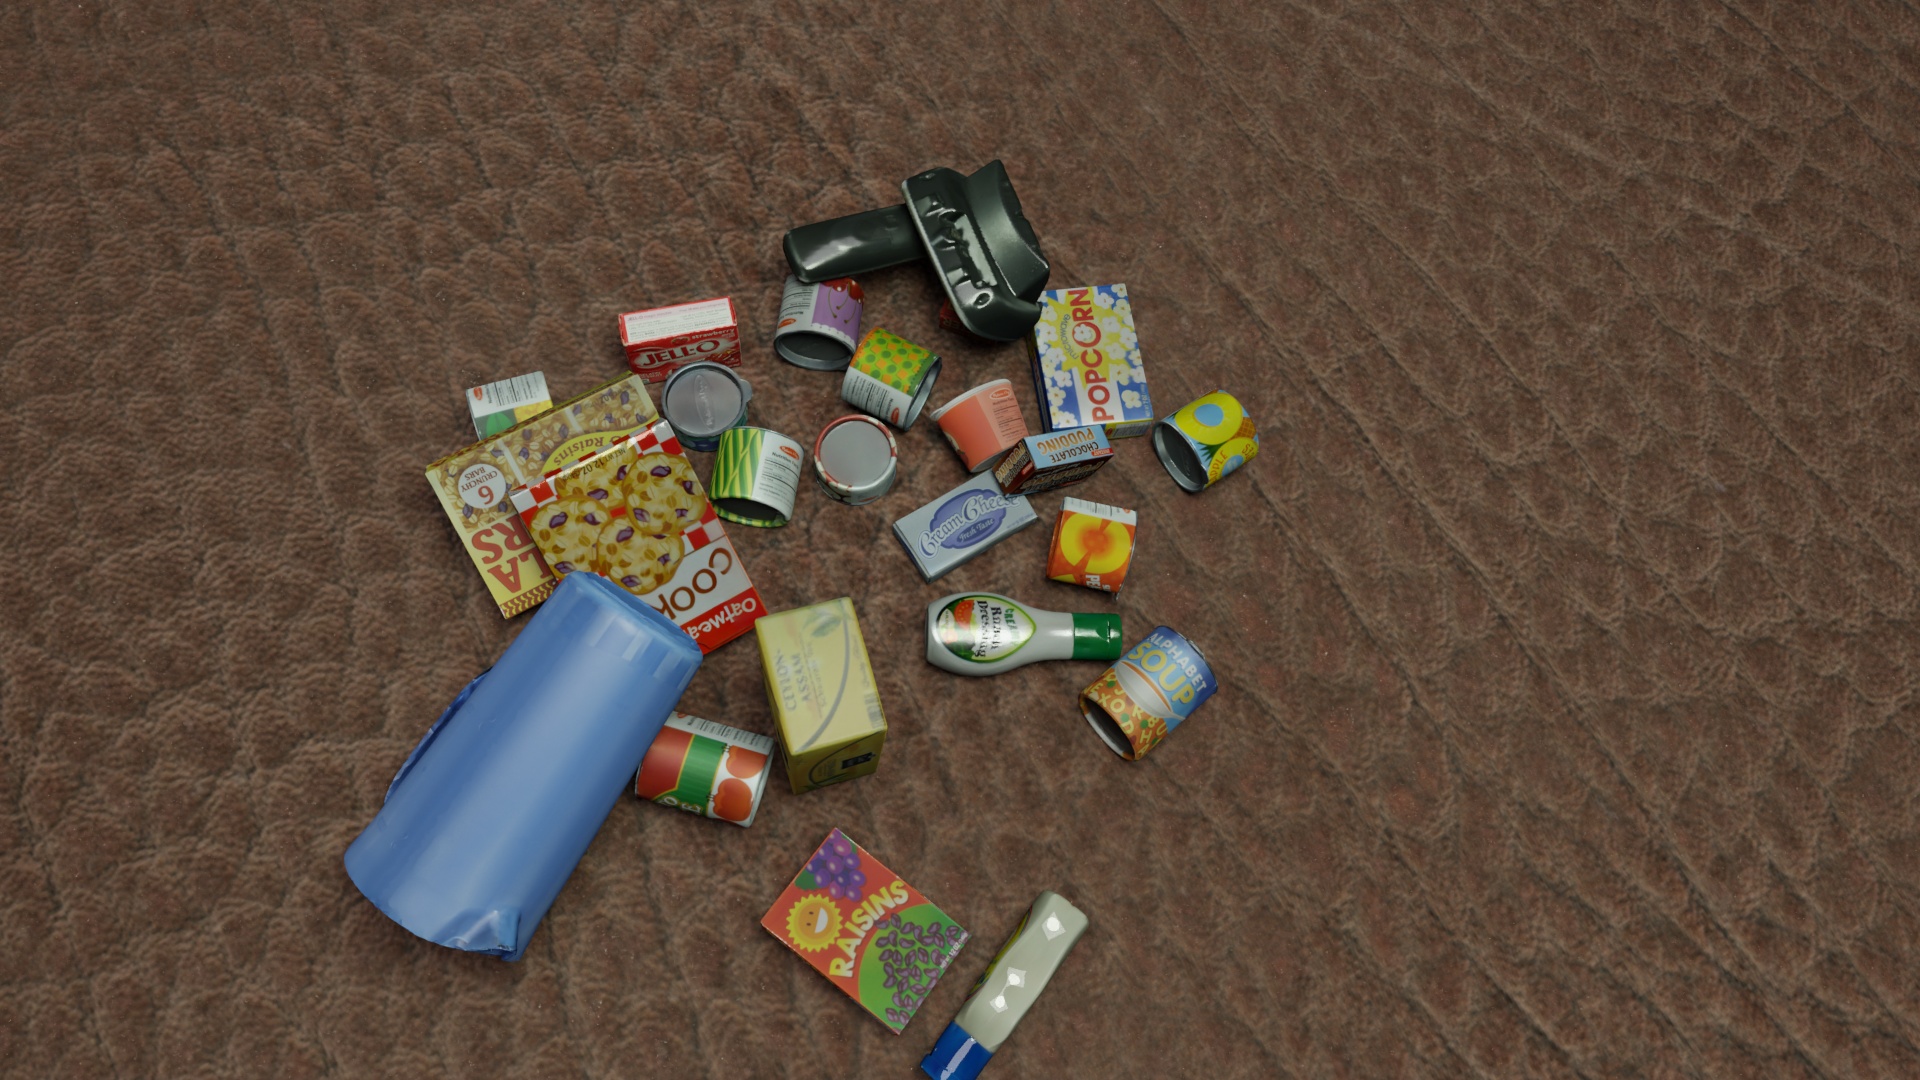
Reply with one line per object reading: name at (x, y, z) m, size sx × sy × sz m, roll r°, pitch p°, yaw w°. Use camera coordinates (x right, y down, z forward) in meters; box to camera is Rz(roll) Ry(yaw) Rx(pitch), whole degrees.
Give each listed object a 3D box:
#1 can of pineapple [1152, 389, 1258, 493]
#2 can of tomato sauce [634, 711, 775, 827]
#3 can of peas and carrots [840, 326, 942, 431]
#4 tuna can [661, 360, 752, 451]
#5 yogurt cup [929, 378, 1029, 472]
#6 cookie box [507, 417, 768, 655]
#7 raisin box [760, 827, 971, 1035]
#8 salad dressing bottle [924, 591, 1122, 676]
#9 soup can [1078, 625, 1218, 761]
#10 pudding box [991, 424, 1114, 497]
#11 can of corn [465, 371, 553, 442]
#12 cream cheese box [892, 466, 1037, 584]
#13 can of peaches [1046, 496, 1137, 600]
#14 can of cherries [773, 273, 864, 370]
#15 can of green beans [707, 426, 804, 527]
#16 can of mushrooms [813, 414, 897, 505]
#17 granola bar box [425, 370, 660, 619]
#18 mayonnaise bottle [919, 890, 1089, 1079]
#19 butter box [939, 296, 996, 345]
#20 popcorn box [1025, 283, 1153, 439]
can of pineapple at (0.197, -0.079, 1.112) m, size 0.058 × 0.070 × 0.071 m, roll -31°, pitch 77°, yaw -15°
can of tomato sauce at (-0.182, 0.164, 0.990) m, size 0.083 × 0.071 × 0.071 m, roll 16°, pitch 70°, yaw -1°
can of peas and carrots at (-0.054, -0.131, 1.107) m, size 0.059 × 0.070 × 0.071 m, roll 26°, pitch 71°, yaw 4°
tuna can at (-0.199, -0.107, 1.101) m, size 0.071 × 0.032 × 0.071 m, roll 2°, pitch 71°, yaw -5°
yogurt cup at (0.020, -0.089, 1.101) m, size 0.072 × 0.072 × 0.054 m, roll -25°, pitch 83°, yaw -13°
cookie box at (-0.233, 0.012, 1.014) m, size 0.123 × 0.040 × 0.167 m, roll -29°, pitch 104°, yaw -14°
raisin box at (-0.067, 0.273, 0.977) m, size 0.123 × 0.040 × 0.086 m, roll 37°, pitch 72°, yaw 6°
salad dressing bottle at (0.048, 0.072, 1.057) m, size 0.148 × 0.043 × 0.064 m, roll 1°, pitch 70°, yaw -5°
soup can at (0.140, 0.113, 1.036) m, size 0.084 × 0.071 × 0.071 m, roll -38°, pitch 78°, yaw -16°
pudding box at (0.072, -0.062, 1.089) m, size 0.084 × 0.049 × 0.030 m, roll -12°, pitch 71°, yaw -36°
can of corn at (-0.339, -0.090, 1.065) m, size 0.058 × 0.071 × 0.071 m, roll -17°, pitch 73°, yaw -14°
cream cheese box at (0.004, -0.014, 1.093) m, size 0.104 × 0.024 × 0.053 m, roll -30°, pitch 76°, yaw -15°
can of peaches at (0.101, 0.006, 1.074) m, size 0.058 × 0.071 × 0.071 m, roll 13°, pitch 70°, yaw -1°
can of cherries at (-0.112, -0.176, 1.119) m, size 0.071 × 0.071 × 0.058 m, roll 8°, pitch 70°, yaw -3°
can of green beans at (-0.157, -0.048, 1.067) m, size 0.071 × 0.071 × 0.058 m, roll 10°, pitch 71°, yaw -2°
can of mushrooms at (-0.085, -0.066, 1.098) m, size 0.071 × 0.033 × 0.071 m, roll 2°, pitch 71°, yaw -5°
granola bar box at (-0.291, -0.035, 1.034) m, size 0.166 × 0.039 × 0.124 m, roll -28°, pitch 109°, yaw -14°
mayonnaise bottle at (0.031, 0.313, 0.962) m, size 0.041 × 0.064 × 0.148 m, roll 38°, pitch 75°, yaw 7°
butter box at (0.022, -0.219, 1.166) m, size 0.053 × 0.024 × 0.104 m, roll 20°, pitch 70°, yaw 1°
popcorn box at (0.103, -0.145, 1.141) m, size 0.085 × 0.038 × 0.127 m, roll -7°, pitch 71°, yaw -7°
